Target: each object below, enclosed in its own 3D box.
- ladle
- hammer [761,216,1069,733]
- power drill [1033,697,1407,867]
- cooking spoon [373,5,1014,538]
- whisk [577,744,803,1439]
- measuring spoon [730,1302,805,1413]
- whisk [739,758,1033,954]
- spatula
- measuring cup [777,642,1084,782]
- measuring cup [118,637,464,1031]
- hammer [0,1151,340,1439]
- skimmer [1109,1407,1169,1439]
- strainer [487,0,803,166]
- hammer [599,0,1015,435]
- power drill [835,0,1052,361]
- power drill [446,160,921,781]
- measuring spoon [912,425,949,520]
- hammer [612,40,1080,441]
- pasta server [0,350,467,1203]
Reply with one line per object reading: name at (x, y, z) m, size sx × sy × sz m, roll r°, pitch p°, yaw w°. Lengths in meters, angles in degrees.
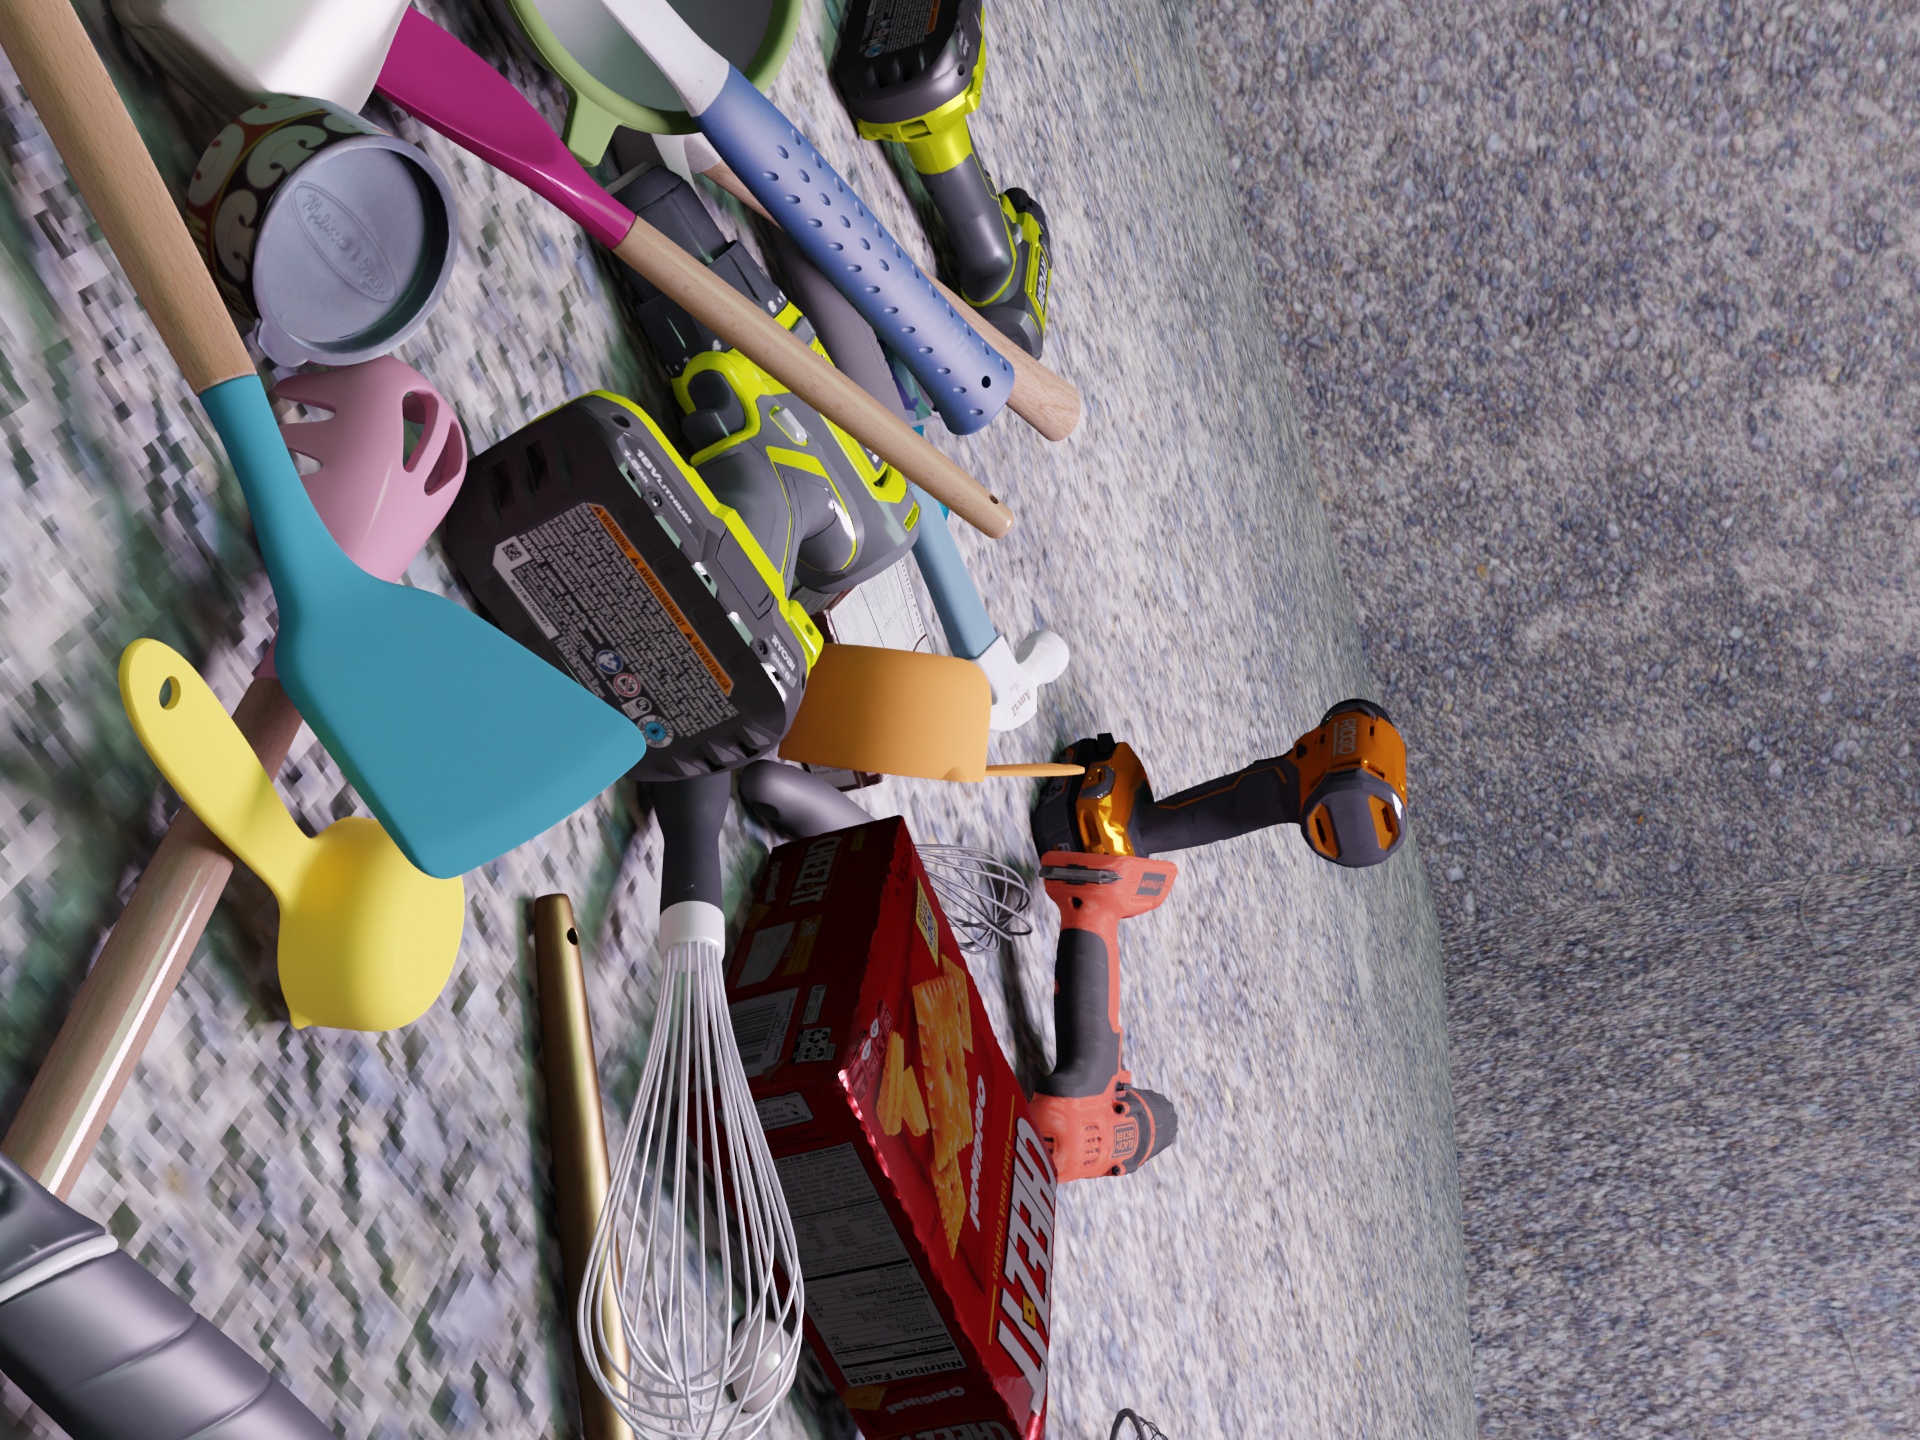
ladle at (-0.110, 0.210, 0.493) m, size 0.069 × 0.031 × 0.315 m, roll 21°, pitch 58°, yaw -69°
hammer at (-0.034, -0.139, 0.839) m, size 0.128 × 0.033 × 0.330 m, roll -48°, pitch 121°, yaw -48°
power drill at (0.174, 0.044, 1.032) m, size 0.164 × 0.226 × 0.084 m, roll -60°, pitch 135°, yaw -60°
cooking spoon at (-0.098, -0.156, 0.562) m, size 0.318 × 0.017 × 0.069 m, roll 34°, pitch 30°, yaw -28°
whisk at (-0.088, 0.098, 0.529) m, size 0.070 × 0.070 × 0.285 m, roll 56°, pitch 19°, yaw -46°
measuring spoon at (-0.056, 0.233, 0.631) m, size 0.124 × 0.018 × 0.034 m, roll -17°, pitch 95°, yaw -70°
whisk at (-0.030, 0.066, 0.748) m, size 0.238 × 0.055 × 0.055 m, roll 37°, pitch 45°, yaw -54°
spatula at (-0.185, -0.110, 0.388) m, size 0.082 × 0.044 × 0.317 m, roll -39°, pitch 107°, yaw -52°
measuring cup at (-0.001, -0.002, 0.695) m, size 0.173 × 0.095 × 0.052 m, roll 4°, pitch 92°, yaw -46°
measuring cup at (-0.156, 0.029, 0.386) m, size 0.156 × 0.029 × 0.062 m, roll 88°, pitch 11°, yaw -58°
hammer at (-0.188, 0.094, 0.293) m, size 0.408 × 0.036 × 0.149 m, roll 63°, pitch 33°, yaw -29°
skimmer at (0.021, 0.389, 0.733) m, size 0.363 × 0.090 × 0.127 m, roll 29°, pitch 55°, yaw -51°
strainer at (-0.103, -0.327, 0.646) m, size 0.256 × 0.069 × 0.151 m, roll -37°, pitch 124°, yaw -39°
hammer at (-0.097, -0.247, 0.590) m, size 0.405 × 0.035 × 0.144 m, roll 41°, pitch 68°, yaw -45°
power drill at (0.003, -0.357, 1.023) m, size 0.223 × 0.080 × 0.171 m, roll 62°, pitch 27°, yaw -46°
power drill at (-0.101, -0.102, 0.608) m, size 0.190 × 0.080 × 0.229 m, roll 57°, pitch 25°, yaw -24°
measuring spoon at (-0.018, -0.166, 0.932) m, size 0.042 × 0.021 × 0.129 m, roll 42°, pitch 43°, yaw -58°
hammer at (-0.041, -0.220, 0.788) m, size 0.331 × 0.031 × 0.130 m, roll 26°, pitch 63°, yaw -47°
pasta server at (-0.187, 0.016, 0.399) m, size 0.060 × 0.040 × 0.316 m, roll 57°, pitch 34°, yaw -44°
